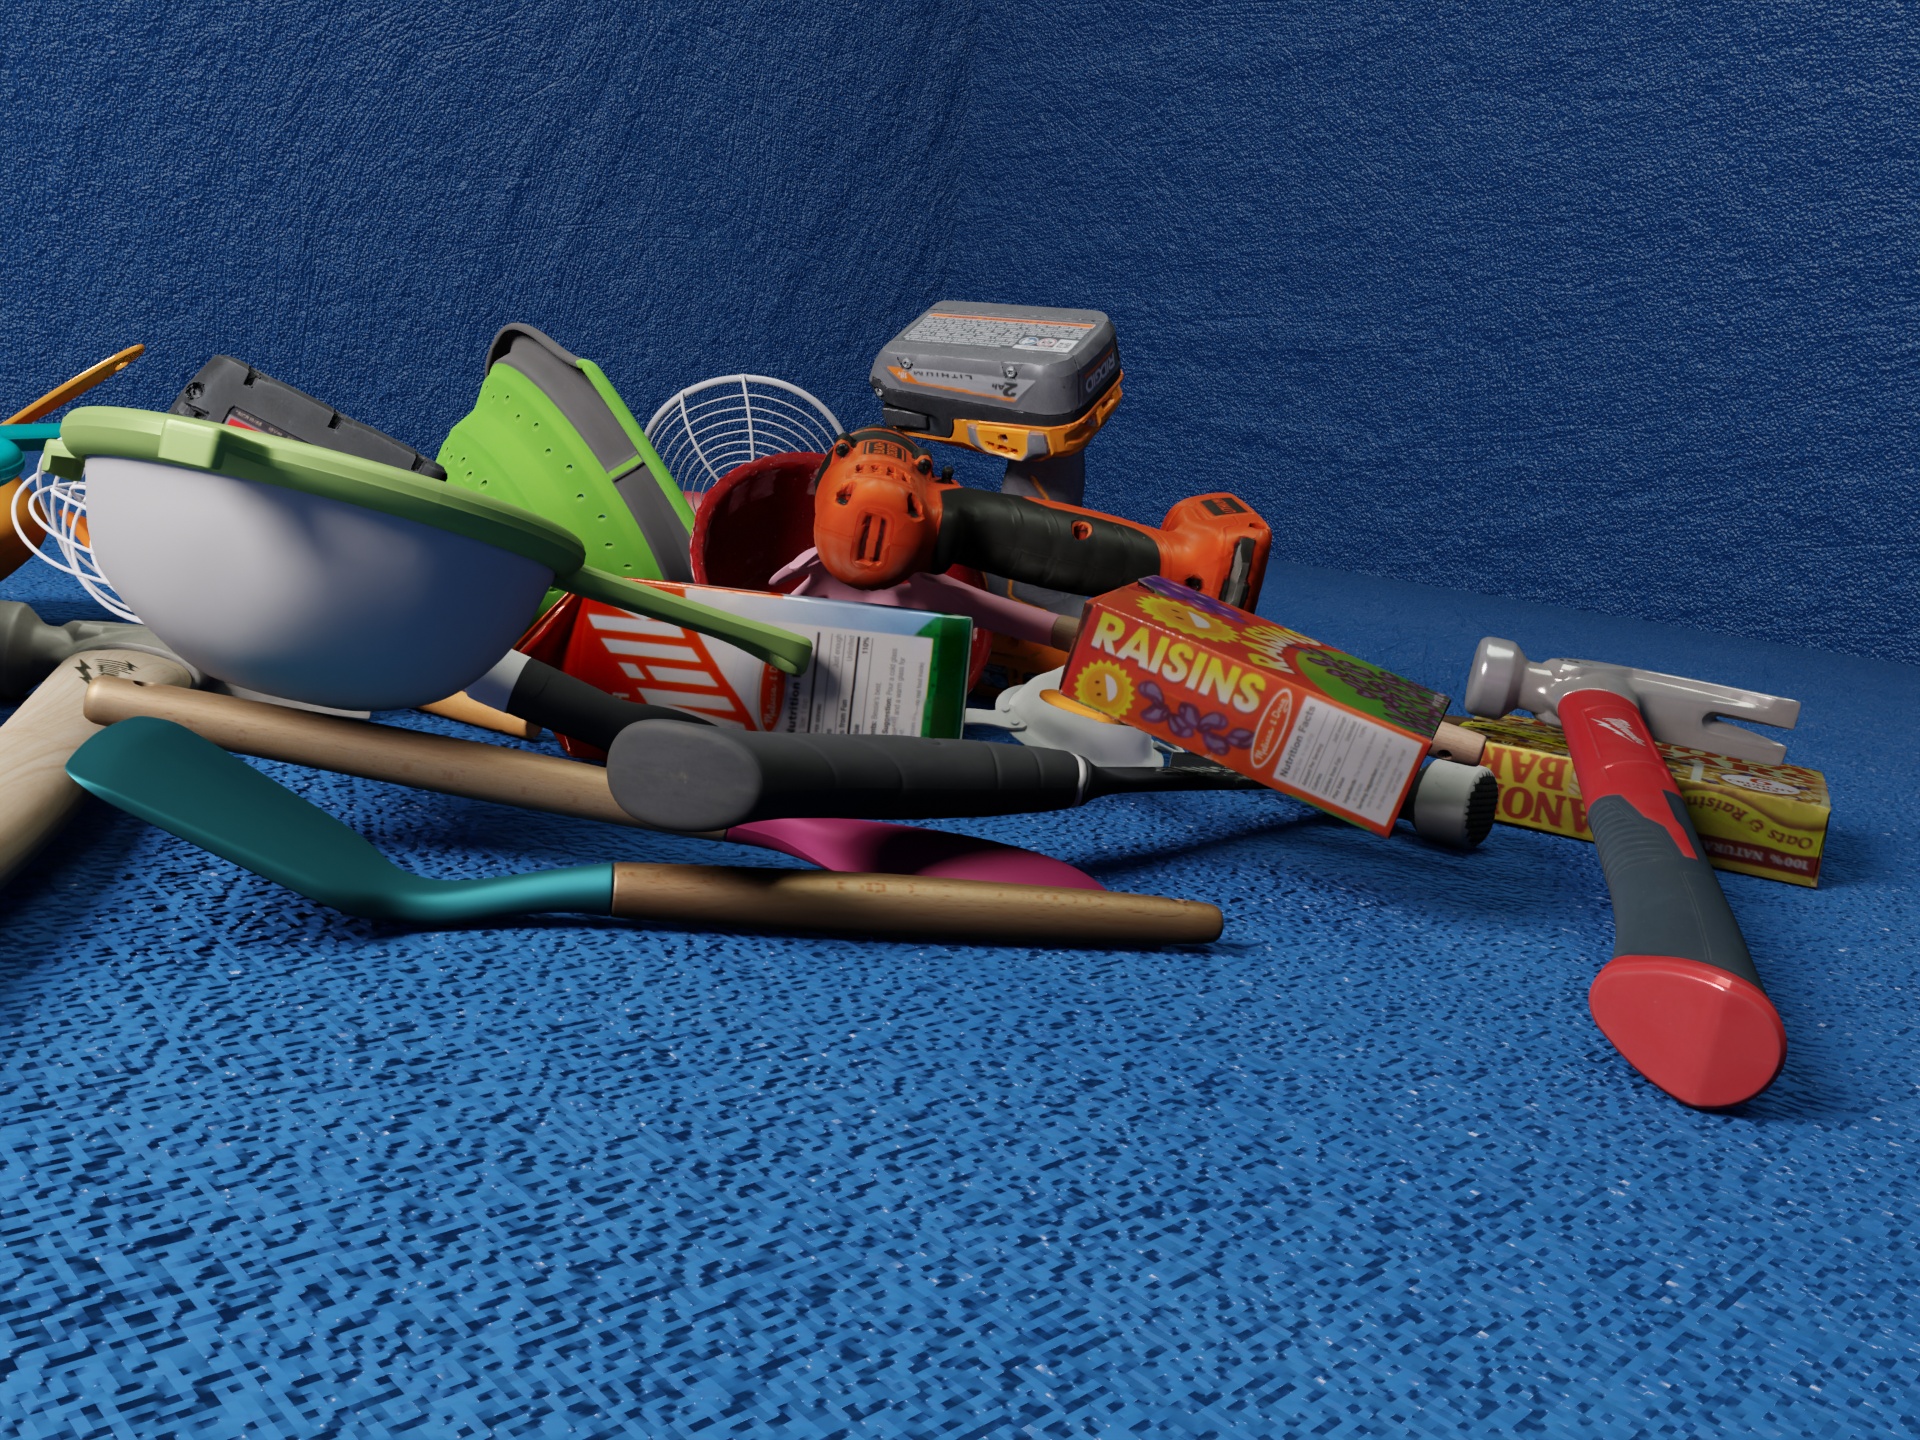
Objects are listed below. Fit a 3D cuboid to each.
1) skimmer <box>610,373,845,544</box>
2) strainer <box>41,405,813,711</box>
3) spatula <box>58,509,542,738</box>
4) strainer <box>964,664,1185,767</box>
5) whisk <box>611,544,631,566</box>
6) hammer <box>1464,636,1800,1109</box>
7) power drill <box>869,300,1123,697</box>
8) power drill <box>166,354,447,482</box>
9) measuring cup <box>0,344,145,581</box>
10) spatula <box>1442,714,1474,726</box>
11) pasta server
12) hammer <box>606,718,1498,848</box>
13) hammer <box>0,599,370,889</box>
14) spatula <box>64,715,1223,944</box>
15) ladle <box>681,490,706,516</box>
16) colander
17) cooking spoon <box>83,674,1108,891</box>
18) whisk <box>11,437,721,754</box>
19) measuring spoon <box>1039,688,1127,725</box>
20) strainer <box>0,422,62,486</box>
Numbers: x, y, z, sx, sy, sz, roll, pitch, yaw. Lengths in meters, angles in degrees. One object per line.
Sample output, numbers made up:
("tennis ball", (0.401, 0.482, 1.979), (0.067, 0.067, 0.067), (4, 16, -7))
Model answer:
("skimmer", (-0.205, -0.143, 1.053), (0.127, 0.090, 0.363), (35, -21, -30))
("strainer", (-0.157, -0.029, 0.516), (0.256, 0.069, 0.151), (17, -6, -41))
("spatula", (-0.310, -0.042, 0.747), (0.323, 0.041, 0.081), (15, -11, 30))
("strainer", (-0.001, -0.002, 0.734), (0.258, 0.050, 0.087), (-1, 31, -24))
("whisk", (-0.135, -0.102, 1.169), (0.296, 0.073, 0.073), (14, 10, 4))
("hammer", (0.261, 0.038, 0.575), (0.143, 0.038, 0.386), (12, 18, 13))
("power drill", (0.017, -0.108, 0.874), (0.164, 0.226, 0.084), (11, 40, 26))
("power drill", (-0.319, -0.095, 0.760), (0.143, 0.078, 0.220), (27, -11, -17))
("measuring cup", (-0.450, -0.112, 0.760), (0.173, 0.052, 0.095), (-36, 11, -4))
("spatula", (0.309, 0.006, 0.973), (0.315, 0.018, 0.060), (4, 9, -22))
("pasta server", (0.063, -0.026, 0.684), (0.316, 0.060, 0.040), (17, 55, 21))
("hammer", (0.046, 0.019, 0.578), (0.149, 0.036, 0.408), (13, 7, 40))
("hammer", (-0.263, 0.017, 0.467), (0.146, 0.038, 0.411), (5, 10, -17))
("spatula", (-0.071, 0.039, 0.449), (0.317, 0.044, 0.082), (5, 8, -15))
("ladle", (-0.091, -0.094, 1.090), (0.315, 0.069, 0.031), (22, -29, 15))
("colander", (-0.257, -0.096, 0.935), (0.094, 0.204, 0.397), (-35, 10, -20))
("cooking spoon", (-0.098, 0.025, 0.495), (0.318, 0.017, 0.069), (12, 8, -16))
("whisk", (-0.197, -0.028, 0.573), (0.284, 0.070, 0.070), (24, 8, -6))
("measuring spoon", (0.051, -0.008, 0.635), (0.021, 0.011, 0.117), (7, 5, -12))
("strainer", (-0.430, -0.067, 0.613), (0.211, 0.095, 0.340), (9, 14, 11))
